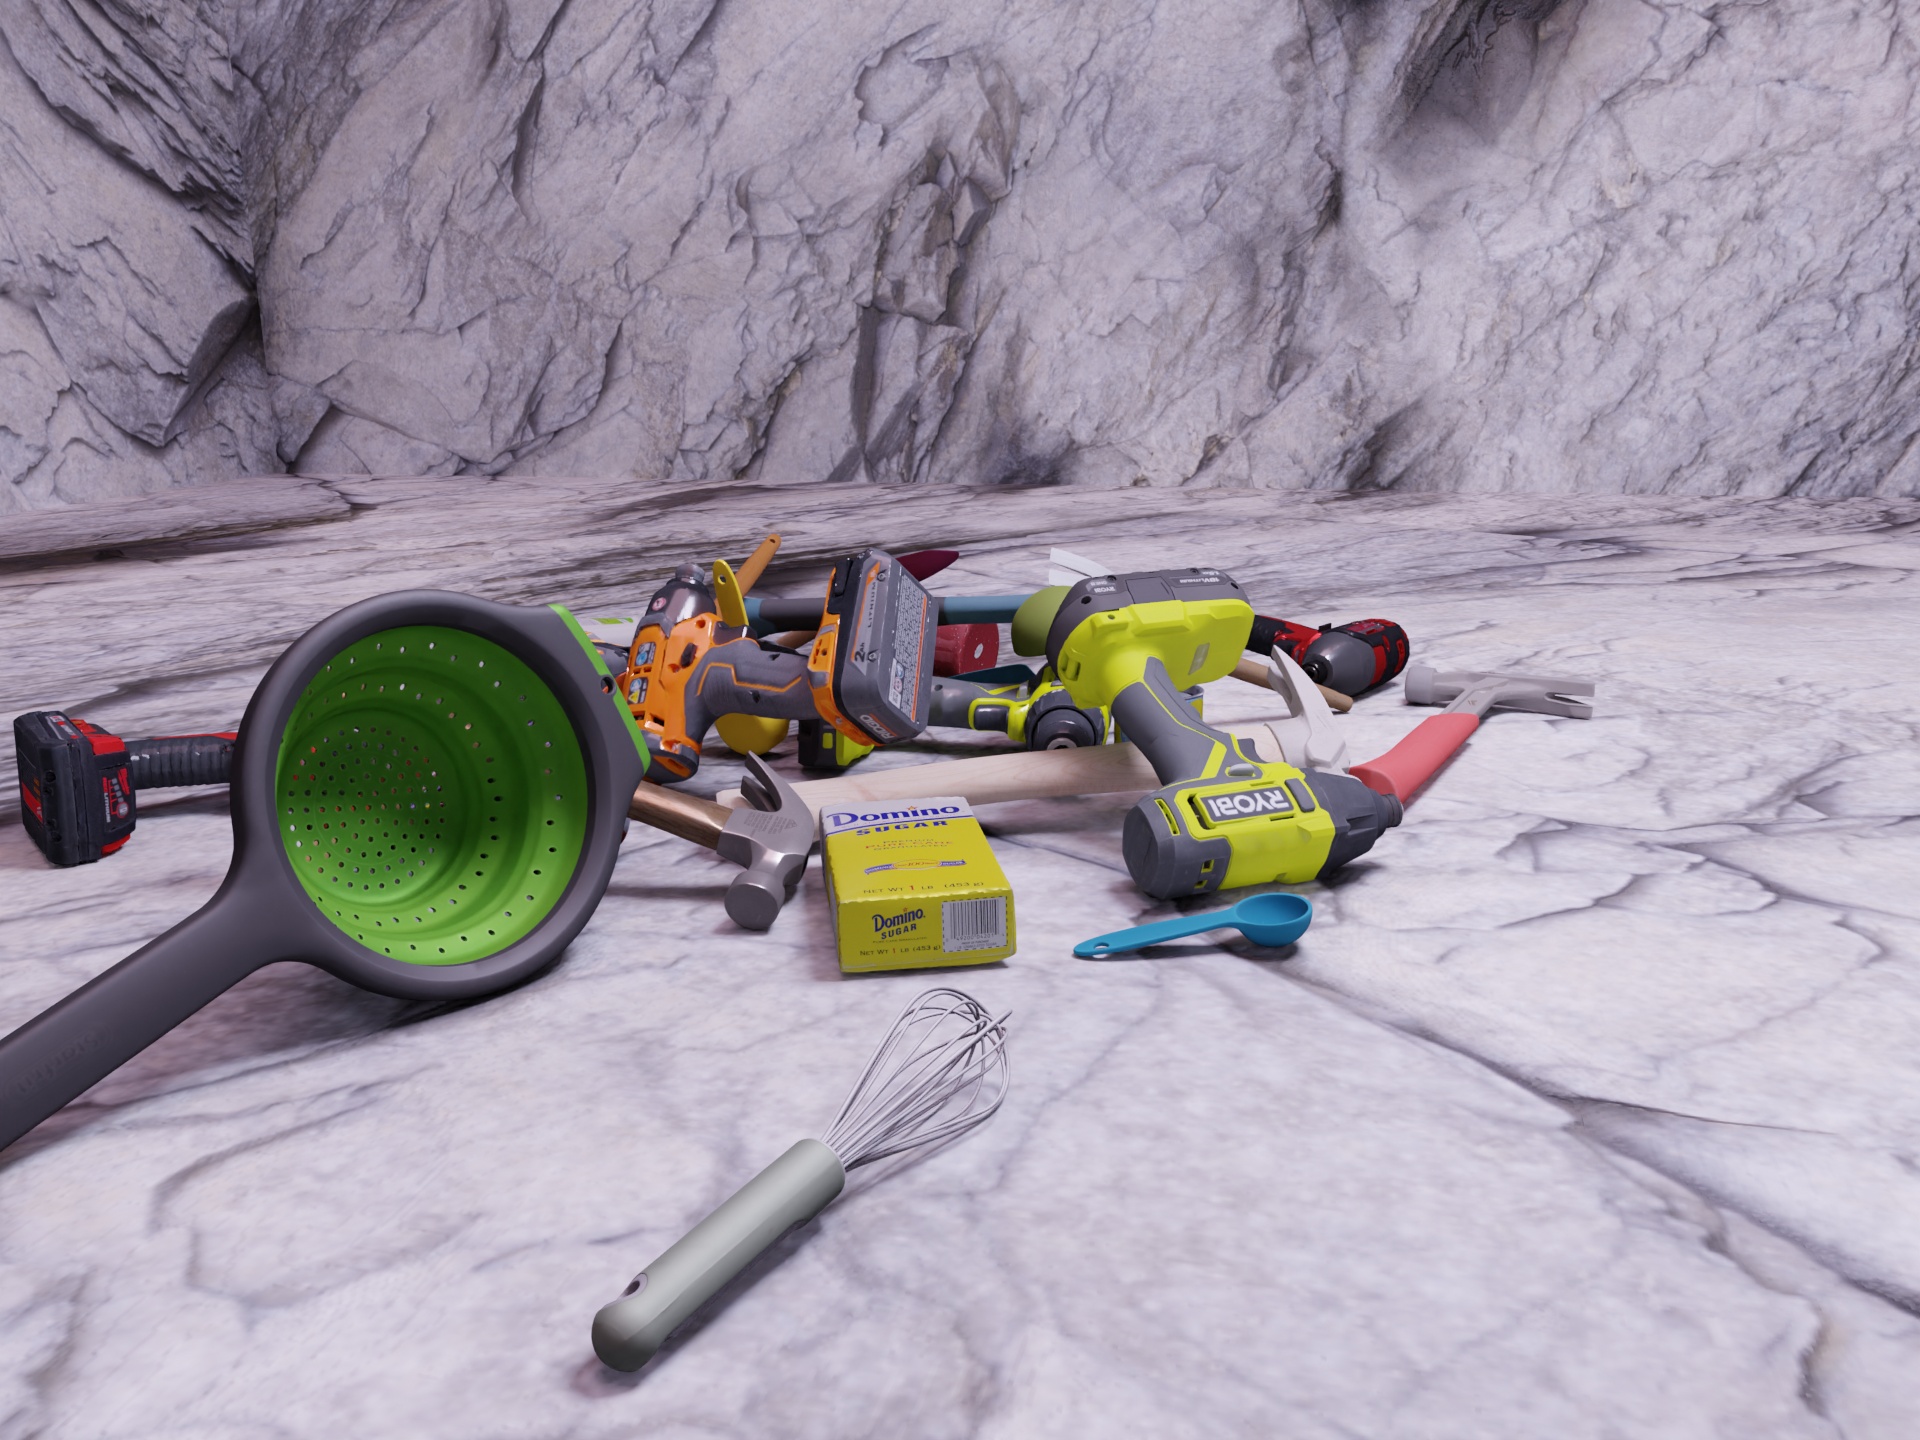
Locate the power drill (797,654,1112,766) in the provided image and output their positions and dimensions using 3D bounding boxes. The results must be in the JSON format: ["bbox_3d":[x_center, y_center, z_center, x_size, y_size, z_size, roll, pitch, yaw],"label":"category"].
[{"bbox_3d":[-0.002,-0.004,1.182,0.228,0.080,0.190,3,14,5],"label":"power drill"}]

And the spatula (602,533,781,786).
[{"bbox_3d":[-0.203,-0.063,1.238,0.081,0.041,0.323,31,36,-4],"label":"spatula"}]

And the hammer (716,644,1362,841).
[{"bbox_3d":[0.047,0.030,1.036,0.410,0.038,0.146,-7,45,-9],"label":"hammer"}]

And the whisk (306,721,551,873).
[{"bbox_3d":[-0.319,0.045,0.975,0.245,0.047,0.051,-34,-9,-35],"label":"whisk"}]

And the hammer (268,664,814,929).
[{"bbox_3d":[-0.244,0.026,0.928,0.331,0.031,0.130,19,28,2],"label":"hammer"}]

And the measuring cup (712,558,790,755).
[{"bbox_3d":[-0.169,-0.044,1.188,0.062,0.156,0.029,5,30,29],"label":"measuring cup"}]

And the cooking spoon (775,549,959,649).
[{"bbox_3d":[-0.104,-0.094,1.389,0.068,0.017,0.319,-3,-12,-36],"label":"cooking spoon"}]

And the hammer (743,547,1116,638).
[{"bbox_3d":[-0.023,-0.088,1.297,0.331,0.033,0.128,-1,-28,12],"label":"hammer"}]

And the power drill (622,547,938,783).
[{"bbox_3d":[-0.132,-0.049,1.093,0.226,0.164,0.084,-8,-28,26],"label":"power drill"}]

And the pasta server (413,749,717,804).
[{"bbox_3d":[-0.264,0.041,1.095,0.316,0.040,0.060,7,6,25],"label":"pasta server"}]

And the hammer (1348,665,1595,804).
[{"bbox_3d":[0.366,0.012,1.182,0.149,0.036,0.359,7,16,28],"label":"hammer"}]

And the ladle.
[{"bbox_3d":[0.182,-0.041,1.253,0.320,0.062,0.078,16,1,-26],"label":"ladle"}]

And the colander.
[{"bbox_3d":[-0.328,0.081,0.761,0.094,0.204,0.397,-10,23,43],"label":"colander"}]

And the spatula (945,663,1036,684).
[{"bbox_3d":[0.093,-0.051,1.419,0.082,0.044,0.317,-11,6,31],"label":"spatula"}]

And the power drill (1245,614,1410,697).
[{"bbox_3d":[0.273,-0.068,1.423,0.220,0.078,0.143,14,21,37],"label":"power drill"}]

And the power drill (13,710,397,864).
[{"bbox_3d":[-0.490,0.035,1.064,0.226,0.080,0.188,-8,16,-38],"label":"power drill"}]

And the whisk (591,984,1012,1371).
[{"bbox_3d":[-0.048,0.166,0.600,0.058,0.059,0.246,-36,-4,36],"label":"whisk"}]

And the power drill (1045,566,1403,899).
[{"bbox_3d":[0.157,0.006,0.985,0.171,0.080,0.223,-7,47,-19],"label":"power drill"}]

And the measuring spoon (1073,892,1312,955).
[{"bbox_3d":[0.124,0.117,0.840,0.128,0.021,0.042,-11,16,-3],"label":"measuring spoon"}]

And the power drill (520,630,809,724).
[{"bbox_3d":[-0.227,-0.032,1.304,0.185,0.084,0.226,11,14,33],"label":"power drill"}]
